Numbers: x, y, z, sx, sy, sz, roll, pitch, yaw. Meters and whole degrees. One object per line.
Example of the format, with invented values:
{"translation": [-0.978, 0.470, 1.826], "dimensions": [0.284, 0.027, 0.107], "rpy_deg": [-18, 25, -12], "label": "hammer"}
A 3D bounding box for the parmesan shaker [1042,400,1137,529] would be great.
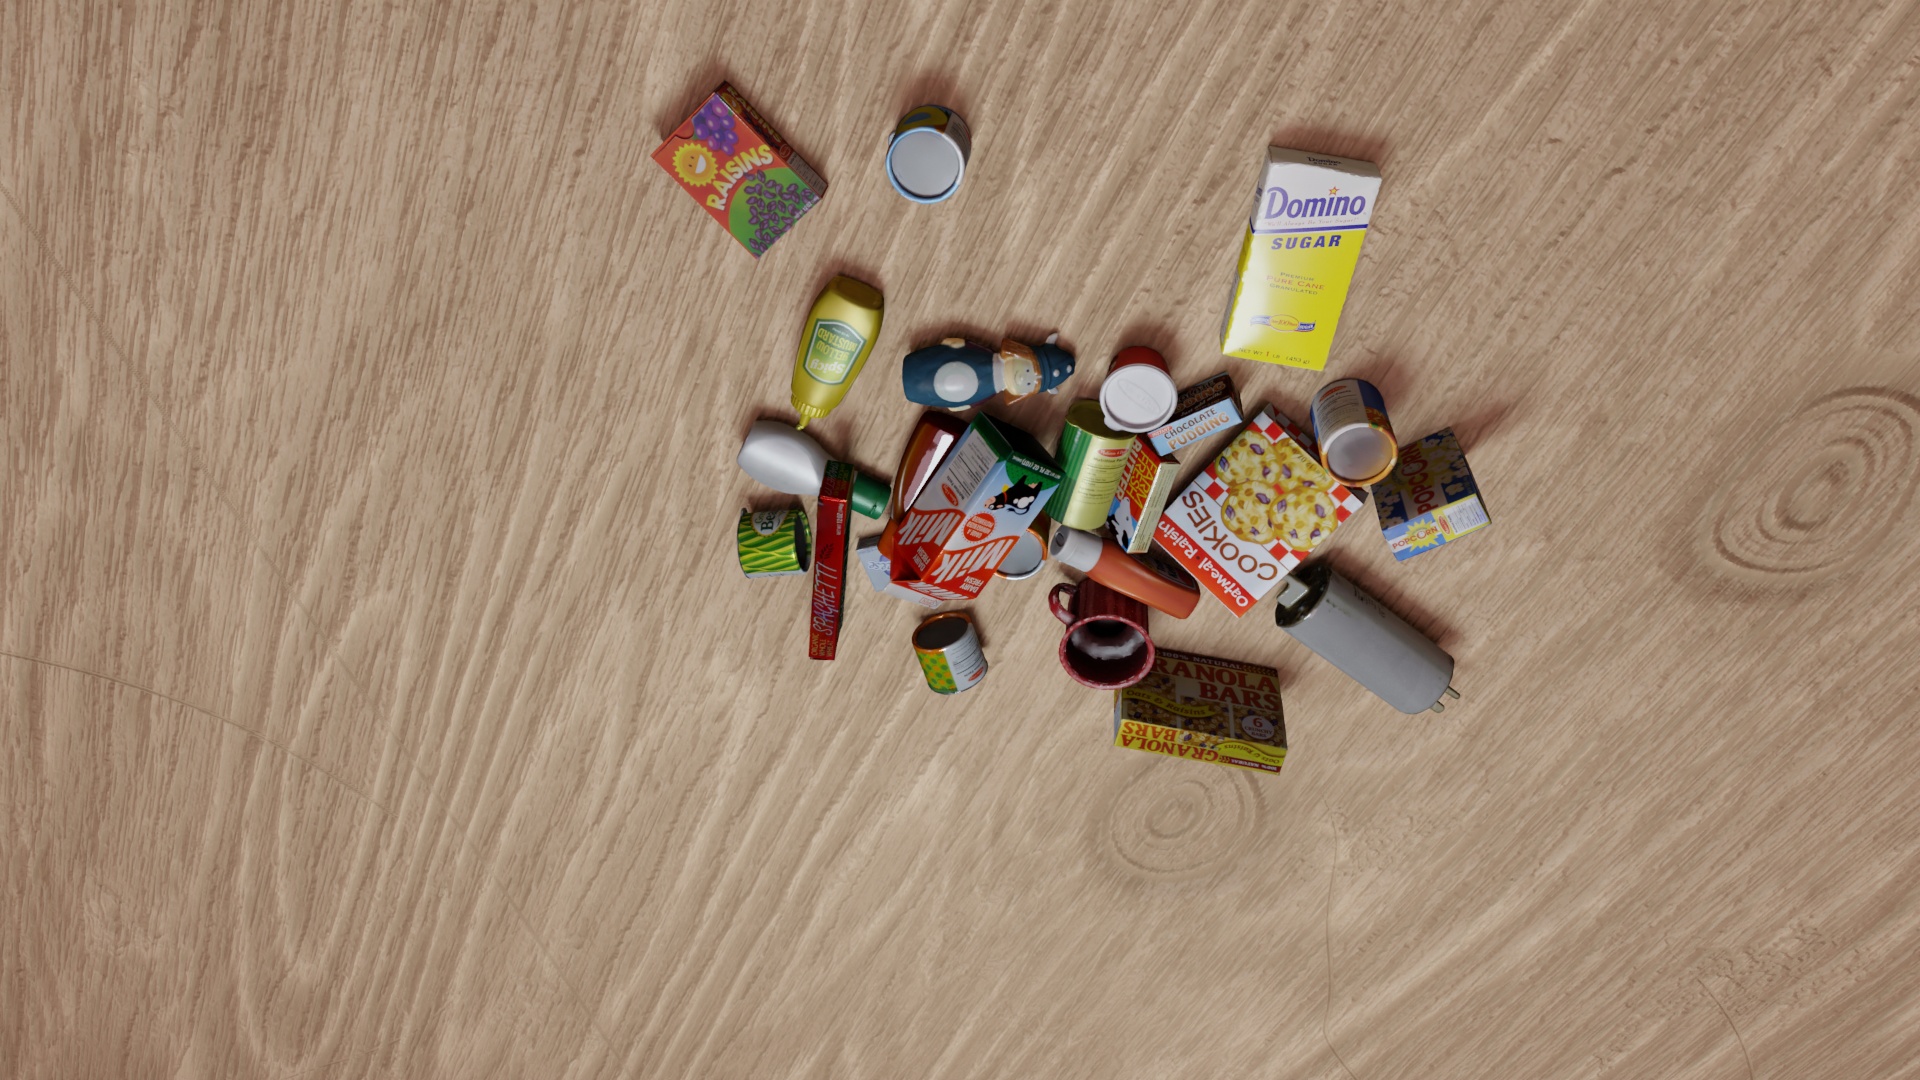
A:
{"translation": [0.116, -0.070, 1.287], "dimensions": [0.071, 0.072, 0.102], "rpy_deg": [15, 125, -3], "label": "parmesan shaker"}

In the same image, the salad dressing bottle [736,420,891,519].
{"translation": [-0.140, -0.065, 1.337], "dimensions": [0.147, 0.044, 0.064], "rpy_deg": [25, 123, -12], "label": "salad dressing bottle"}

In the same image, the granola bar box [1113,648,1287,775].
{"translation": [0.239, 0.166, 1.394], "dimensions": [0.166, 0.125, 0.038], "rpy_deg": [10, 124, 0], "label": "granola bar box"}

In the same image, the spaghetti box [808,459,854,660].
{"translation": [-0.127, 0.026, 1.359], "dimensions": [0.029, 0.050, 0.248], "rpy_deg": [9, 138, 0], "label": "spaghetti box"}

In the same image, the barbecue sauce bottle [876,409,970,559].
{"translation": [-0.035, -0.048, 1.321], "dimensions": [0.065, 0.044, 0.148], "rpy_deg": [20, 114, -14], "label": "barbecue sauce bottle"}

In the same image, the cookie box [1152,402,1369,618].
{"translation": [0.273, -0.026, 1.291], "dimensions": [0.123, 0.040, 0.166], "rpy_deg": [44, 120, 5], "label": "cookie box"}

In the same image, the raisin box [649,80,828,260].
{"translation": [-0.187, -0.313, 1.181], "dimensions": [0.086, 0.040, 0.123], "rpy_deg": [-36, 112, 27], "label": "raisin box"}

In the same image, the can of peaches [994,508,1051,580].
{"translation": [0.052, -0.005, 1.344], "dimensions": [0.071, 0.058, 0.071], "rpy_deg": [3, 124, 5], "label": "can of peaches"}

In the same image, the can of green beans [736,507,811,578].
{"translation": [-0.183, 0.003, 1.373], "dimensions": [0.058, 0.071, 0.071], "rpy_deg": [-4, 123, 9], "label": "can of green beans"}

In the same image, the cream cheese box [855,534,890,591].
{"translation": [-0.048, 0.013, 1.388], "dimensions": [0.104, 0.024, 0.053], "rpy_deg": [-16, 120, 16], "label": "cream cheese box"}

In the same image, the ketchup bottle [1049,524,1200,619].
{"translation": [0.157, 0.028, 1.336], "dimensions": [0.149, 0.065, 0.043], "rpy_deg": [24, 106, -20], "label": "ketchup bottle"}

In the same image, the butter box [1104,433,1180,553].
{"translation": [0.169, -0.044, 1.302], "dimensions": [0.024, 0.053, 0.103], "rpy_deg": [-2, 125, -27], "label": "butter box"}

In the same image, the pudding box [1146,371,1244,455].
{"translation": [0.212, -0.115, 1.257], "dimensions": [0.083, 0.050, 0.030], "rpy_deg": [-23, 120, 21], "label": "pudding box"}

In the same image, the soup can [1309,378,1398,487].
{"translation": [0.350, -0.094, 1.233], "dimensions": [0.071, 0.084, 0.071], "rpy_deg": [3, 124, 5], "label": "soup can"}

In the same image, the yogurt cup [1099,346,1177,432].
{"translation": [0.159, -0.139, 1.245], "dimensions": [0.072, 0.054, 0.072], "rpy_deg": [3, 124, 5], "label": "yogurt cup"}

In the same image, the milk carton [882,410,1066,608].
{"translation": [0.005, -0.016, 1.283], "dimensions": [0.072, 0.074, 0.190], "rpy_deg": [21, 112, -40], "label": "milk carton"}

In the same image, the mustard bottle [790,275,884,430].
{"translation": [-0.121, -0.161, 1.267], "dimensions": [0.065, 0.049, 0.159], "rpy_deg": [22, 123, -6], "label": "mustard bottle"}

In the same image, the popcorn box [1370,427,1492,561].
{"translation": [0.413, -0.042, 1.234], "dimensions": [0.085, 0.127, 0.038], "rpy_deg": [-26, 114, 22], "label": "popcorn box"}

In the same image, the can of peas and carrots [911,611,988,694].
{"translation": [-0.013, 0.115, 1.428], "dimensions": [0.071, 0.071, 0.058], "rpy_deg": [-11, 121, 14], "label": "can of peas and carrots"}

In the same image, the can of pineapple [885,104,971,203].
{"translation": [-0.028, -0.318, 1.147], "dimensions": [0.071, 0.058, 0.070], "rpy_deg": [3, 124, 5], "label": "can of pineapple"}
